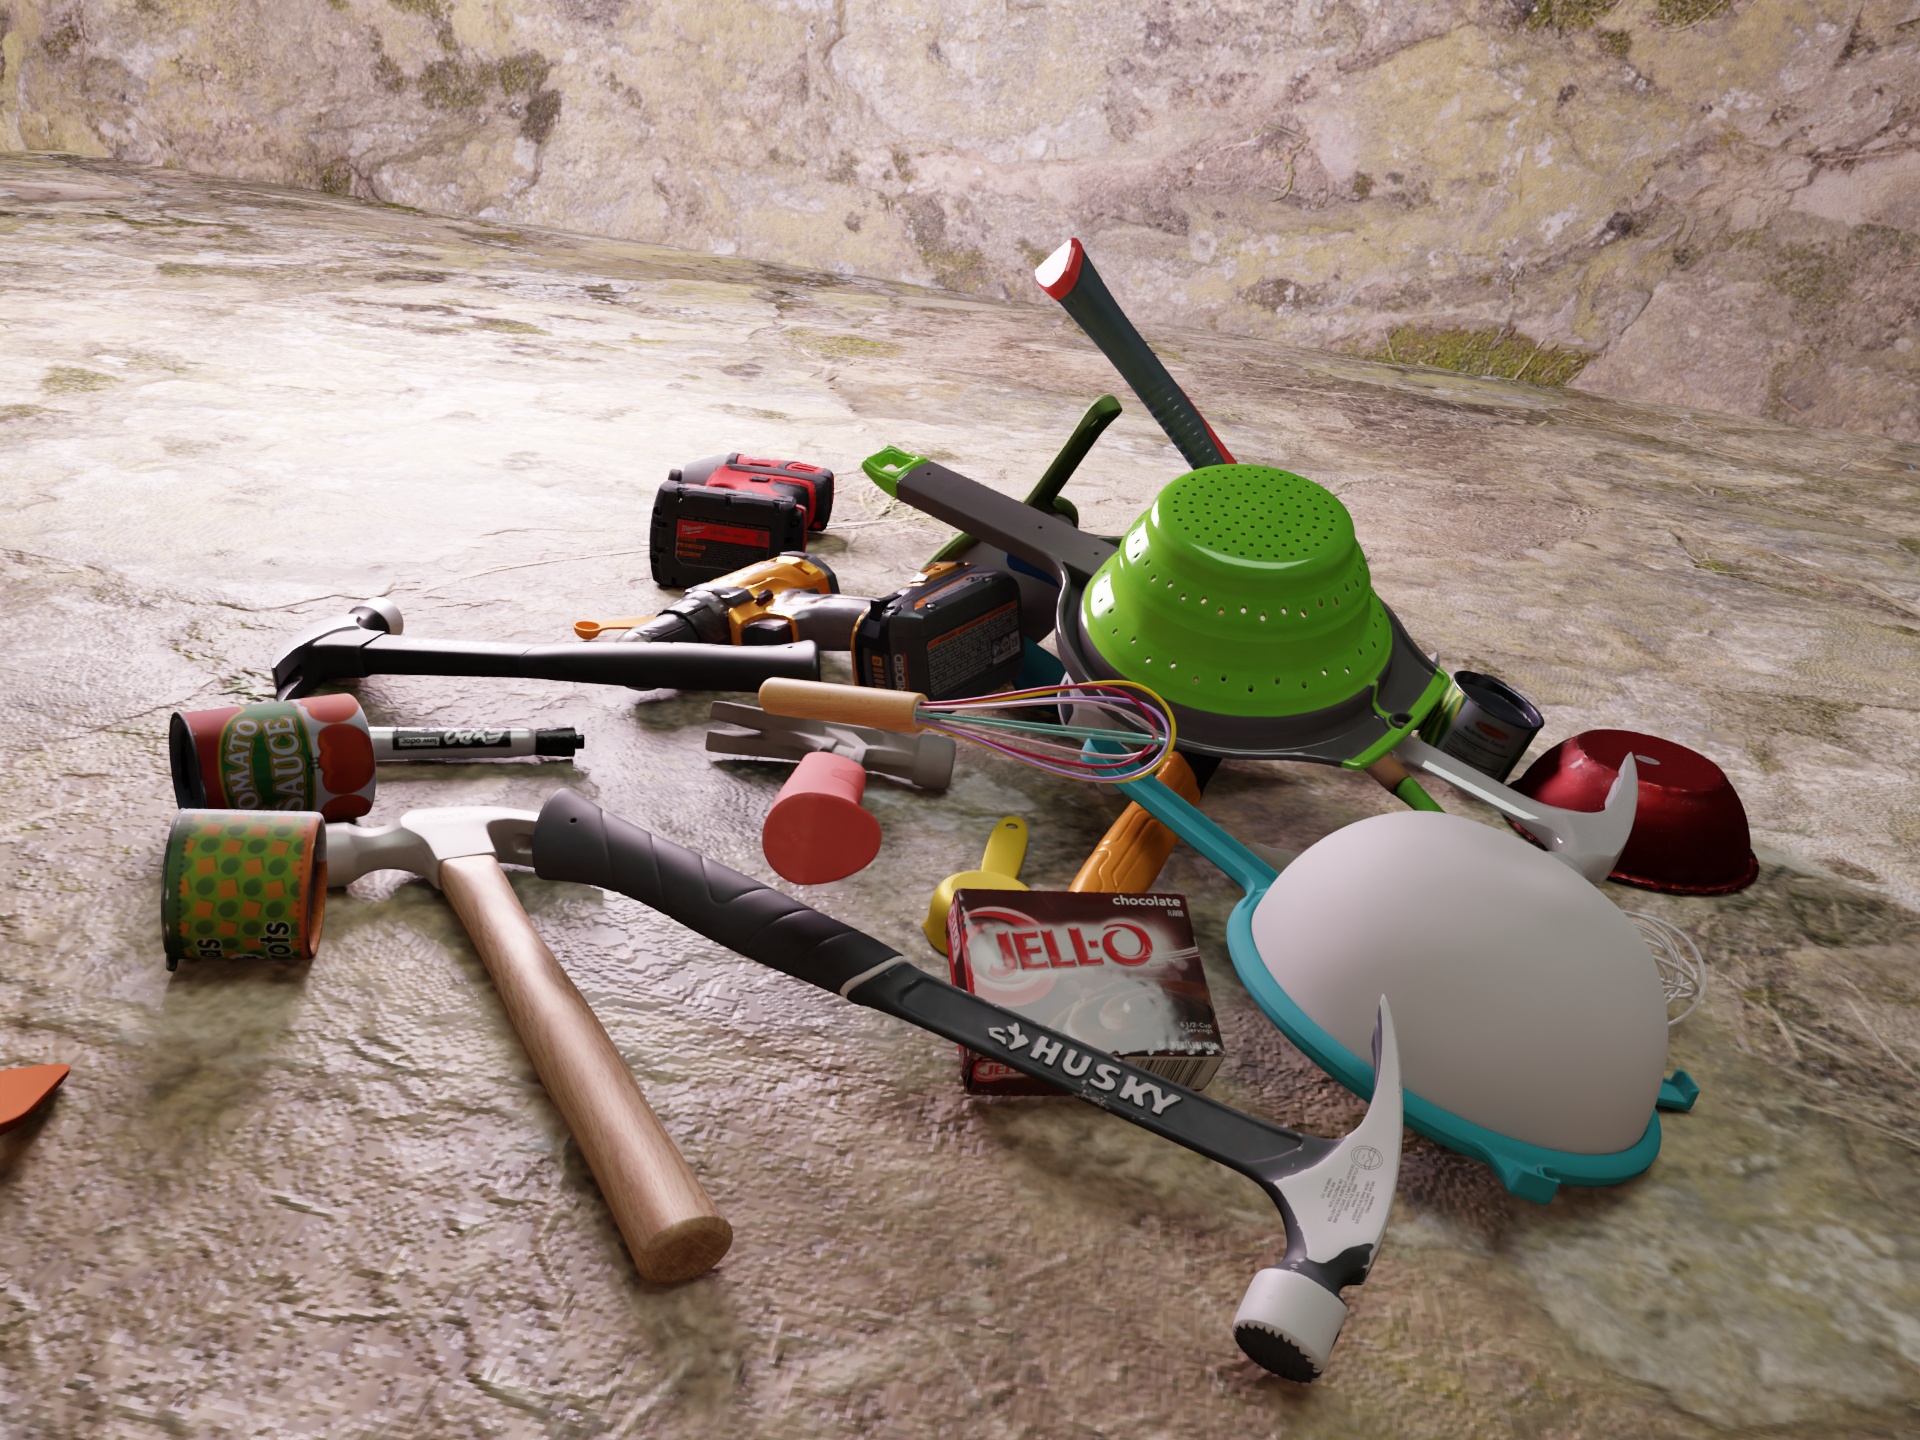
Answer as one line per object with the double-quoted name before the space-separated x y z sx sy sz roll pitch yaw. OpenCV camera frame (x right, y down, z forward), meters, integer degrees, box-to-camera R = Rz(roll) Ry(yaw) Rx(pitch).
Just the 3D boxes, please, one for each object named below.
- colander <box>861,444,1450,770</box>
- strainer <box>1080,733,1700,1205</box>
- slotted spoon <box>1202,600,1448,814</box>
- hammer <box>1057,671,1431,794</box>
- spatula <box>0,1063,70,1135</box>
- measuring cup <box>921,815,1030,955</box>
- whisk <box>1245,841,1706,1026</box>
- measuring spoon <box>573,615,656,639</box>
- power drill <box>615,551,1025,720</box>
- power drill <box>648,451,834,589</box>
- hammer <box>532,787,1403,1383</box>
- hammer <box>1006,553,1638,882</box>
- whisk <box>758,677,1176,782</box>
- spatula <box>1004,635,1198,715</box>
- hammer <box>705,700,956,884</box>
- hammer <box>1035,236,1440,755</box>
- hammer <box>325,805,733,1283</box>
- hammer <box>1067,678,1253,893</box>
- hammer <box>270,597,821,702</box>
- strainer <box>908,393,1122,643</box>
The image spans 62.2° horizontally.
"colander" 0.095 -0.113 0.926 0.397 0.094 0.204 29 48 29
"strainer" 0.194 0.071 0.756 0.211 0.095 0.341 -3 33 -48
"slotted spoon" 0.248 0.022 0.954 0.070 0.031 0.314 -8 45 -40
"hammer" 0.214 -0.007 1.076 0.331 0.033 0.128 1 46 -26
"spatula" -0.315 0.196 0.474 0.081 0.041 0.323 -4 30 -26
"measuring cup" 0.020 0.078 0.844 0.062 0.029 0.157 11 25 5
"whisk" 0.265 0.107 0.849 0.246 0.059 0.057 15 -14 24
"measuring spoon" -0.219 -0.065 1.124 0.117 0.011 0.021 -6 27 -37
"power drill" -0.096 -0.053 1.024 0.226 0.084 0.185 10 26 36
"power drill" -0.183 -0.170 1.298 0.143 0.078 0.220 8 20 -2
"hammer" -0.016 0.110 0.662 0.409 0.036 0.149 21 52 23
"hammer" 0.197 -0.022 0.931 0.406 0.035 0.144 32 41 30
"whisk" -0.001 -0.005 0.843 0.245 0.047 0.051 7 16 27
"spatula" 0.167 -0.027 1.118 0.317 0.044 0.082 0 44 -22
"hammer" -0.074 0.028 0.787 0.149 0.036 0.359 9 5 -2
"hammer" 0.185 -0.155 1.049 0.386 0.038 0.143 53 34 -2
"hammer" -0.177 0.119 0.682 0.130 0.031 0.332 -8 28 -31
"hammer" 0.113 0.038 0.901 0.127 0.034 0.337 33 35 7
"hammer" -0.243 -0.033 0.945 0.335 0.035 0.146 3 21 10
"strainer" 0.056 -0.115 1.091 0.151 0.256 0.069 -19 69 -37
